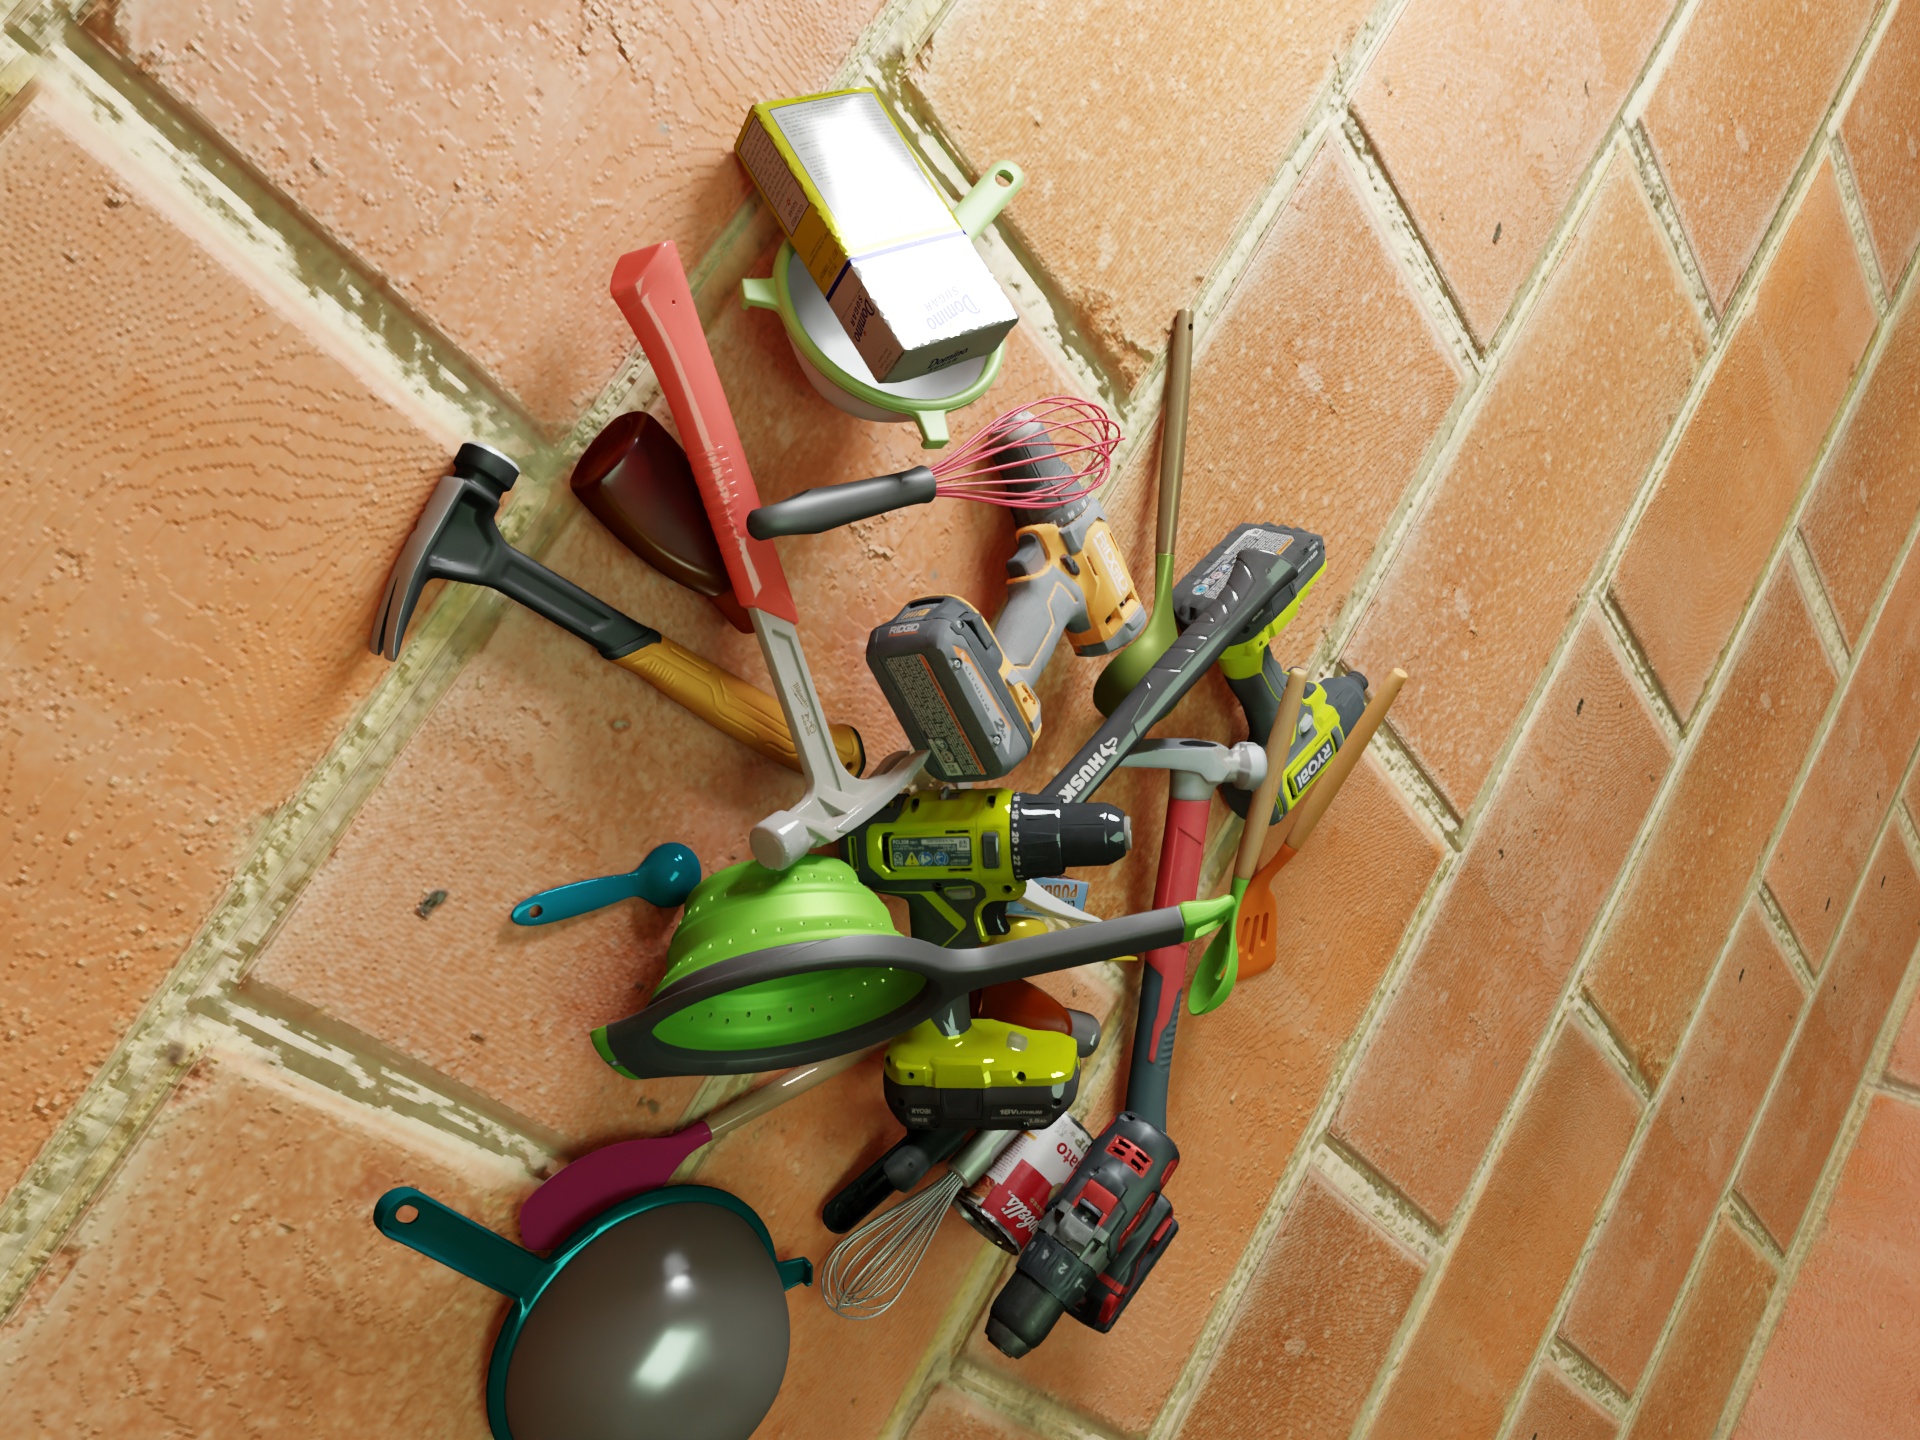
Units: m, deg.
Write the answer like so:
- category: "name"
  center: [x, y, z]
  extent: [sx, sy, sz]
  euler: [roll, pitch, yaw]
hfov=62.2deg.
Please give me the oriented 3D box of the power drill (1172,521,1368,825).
- category: "power drill"
  center: [0.265, -0.046, 1.314]
  extent: [0.171, 0.080, 0.223]
  euler: [-43, 129, -24]

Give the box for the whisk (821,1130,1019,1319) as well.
- category: "whisk"
  center: [-0.006, 0.341, 1.172]
  extent: [0.246, 0.059, 0.057]
  euler: [-42, 150, -23]

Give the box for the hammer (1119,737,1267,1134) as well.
- category: "hammer"
  center: [0.150, 0.203, 1.284]
  extent: [0.143, 0.038, 0.386]
  euler: [1, 105, -18]

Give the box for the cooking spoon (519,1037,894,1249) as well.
- category: "cooking spoon"
  center: [-0.148, 0.262, 1.062]
  extent: [0.319, 0.017, 0.068]
  euler: [-21, 125, -36]

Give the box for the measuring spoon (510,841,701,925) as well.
- category: "measuring spoon"
  center: [-0.210, 0.106, 0.968]
  extent: [0.128, 0.021, 0.042]
  euler: [-13, 108, -40]

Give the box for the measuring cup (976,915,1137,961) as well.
- category: "measuring cup"
  center: [0.076, 0.167, 1.205]
  extent: [0.156, 0.062, 0.029]
  euler: [10, 74, -38]

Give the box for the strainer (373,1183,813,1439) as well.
- category: "strainer"
  center: [-0.214, 0.375, 0.966]
  extent: [0.211, 0.095, 0.340]
  euler: [-53, 133, -15]

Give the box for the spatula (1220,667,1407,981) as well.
- category: "spatula"
  center: [0.298, 0.093, 1.343]
  extent: [0.081, 0.041, 0.322]
  euler: [-6, 132, -40]

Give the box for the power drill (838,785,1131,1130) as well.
- category: "power drill"
  center: [0.023, 0.155, 1.074]
  extent: [0.080, 0.190, 0.228]
  euler: [-58, 146, -74]

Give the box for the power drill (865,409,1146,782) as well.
- category: "power drill"
  center: [0.031, -0.089, 1.079]
  extent: [0.226, 0.084, 0.185]
  euler: [-48, 120, -39]

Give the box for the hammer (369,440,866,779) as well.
- category: "hammer"
  center: [-0.183, -0.028, 0.953]
  extent: [0.336, 0.034, 0.127]
  euler: [32, 78, -41]

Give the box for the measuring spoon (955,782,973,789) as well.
- category: "measuring spoon"
  center: [-0.002, -0.004, 1.133]
  extent: [0.034, 0.018, 0.124]
  euler: [-21, 120, -40]

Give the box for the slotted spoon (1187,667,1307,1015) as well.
- category: "slotted spoon"
  center: [0.236, 0.104, 1.291]
  extent: [0.031, 0.070, 0.313]
  euler: [10, 112, -3]

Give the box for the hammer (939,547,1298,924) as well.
- category: "hammer"
  center: [0.133, -0.001, 1.155]
  extent: [0.146, 0.035, 0.335]
  euler: [44, 76, 0]

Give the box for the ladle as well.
- category: "ladle"
  center: [0.149, -0.153, 1.217]
  extent: [0.078, 0.062, 0.320]
  euler: [5, 90, -42]

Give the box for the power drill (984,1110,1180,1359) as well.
- category: "power drill"
  center: [0.092, 0.400, 1.194]
  extent: [0.188, 0.080, 0.226]
  euler: [-50, 158, -17]

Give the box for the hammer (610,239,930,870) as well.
- category: "hammer"
  center: [-0.117, -0.101, 0.935]
  extent: [0.149, 0.037, 0.359]
  euler: [-37, 117, -46]

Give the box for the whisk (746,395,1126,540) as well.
- category: "whisk"
  center: [-0.007, -0.149, 0.977]
  extent: [0.296, 0.073, 0.073]
  euler: [-20, 113, -37]

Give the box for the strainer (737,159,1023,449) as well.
- category: "strainer"
  center: [-0.030, -0.274, 1.014]
  extent: [0.151, 0.069, 0.256]
  euler: [37, 53, -6]

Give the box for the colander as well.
- category: "colander"
  center: [-0.031, 0.128, 0.991]
  extent: [0.397, 0.095, 0.204]
  euler: [-12, 154, -4]
